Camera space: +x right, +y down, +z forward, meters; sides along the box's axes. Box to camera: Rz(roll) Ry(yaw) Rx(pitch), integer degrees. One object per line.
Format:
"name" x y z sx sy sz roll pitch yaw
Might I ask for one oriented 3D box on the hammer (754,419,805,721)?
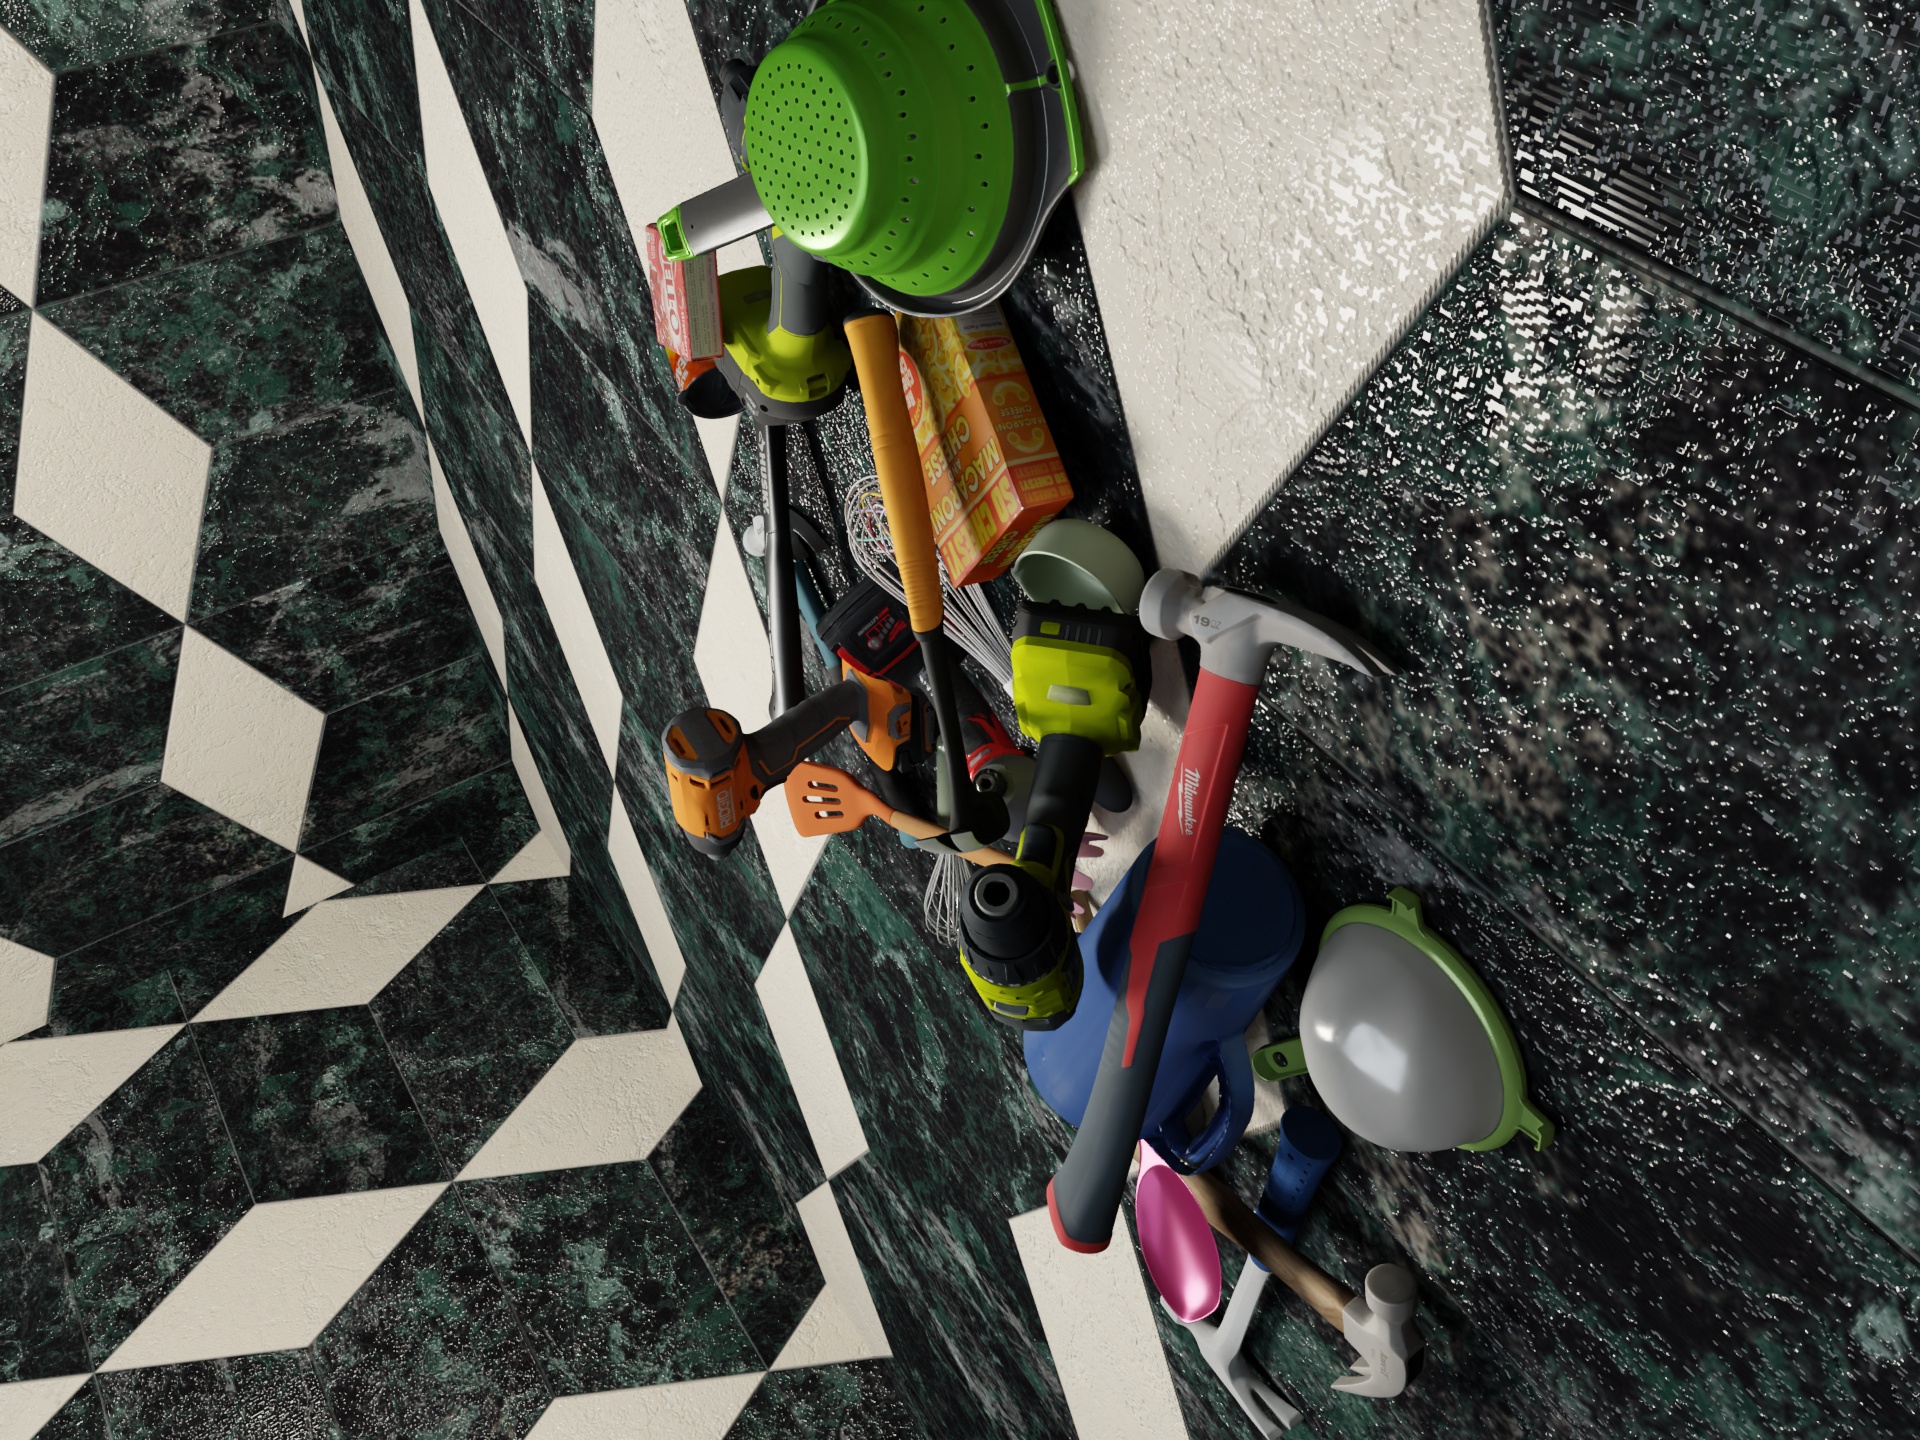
"hammer" -0.150 -0.146 1.333 0.146 0.035 0.334 30 128 52

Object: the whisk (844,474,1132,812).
"whisk" 0.020 -0.048 1.065 0.284 0.070 0.070 50 158 -4

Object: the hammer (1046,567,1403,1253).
"hammer" 0.121 0.122 0.855 0.143 0.038 0.386 25 110 39

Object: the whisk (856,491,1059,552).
"whisk" -0.008 -0.138 1.102 0.245 0.051 0.047 14 120 58

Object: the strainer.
"strainer" 0.215 0.197 0.922 0.151 0.069 0.256 61 156 8

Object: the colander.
"colander" -0.103 -0.317 0.929 0.397 0.094 0.204 2 111 50

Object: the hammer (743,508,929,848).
"hammer" -0.104 -0.038 1.429 0.331 0.033 0.128 65 159 -2

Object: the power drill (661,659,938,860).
"power drill" -0.131 0.027 1.300 0.084 0.226 0.164 51 154 30

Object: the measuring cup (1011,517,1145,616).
"measuring cup" 0.084 -0.065 0.986 0.083 0.038 0.167 24 159 26

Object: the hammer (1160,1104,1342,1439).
"hammer" 0.224 0.402 1.166 0.144 0.035 0.405 49 153 33

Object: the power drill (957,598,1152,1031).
"power drill" 0.050 0.051 0.907 0.080 0.229 0.190 9 158 13

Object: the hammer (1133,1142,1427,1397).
"hammer" 0.184 0.340 1.094 0.332 0.031 0.130 31 140 49

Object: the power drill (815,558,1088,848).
"power drill" -0.002 -0.004 1.120 0.220 0.078 0.143 53 -170 23

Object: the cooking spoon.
"cooking spoon" 0.124 0.261 1.125 0.068 0.017 0.319 -46 47 39

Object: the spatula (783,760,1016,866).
"spatula" -0.046 0.092 1.329 0.323 0.041 0.081 17 123 51

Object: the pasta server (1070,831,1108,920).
"pasta server" 0.065 0.134 1.182 0.040 0.060 0.316 19 164 3

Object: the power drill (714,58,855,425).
"power drill" -0.126 -0.333 1.116 0.171 0.080 0.223 56 153 21

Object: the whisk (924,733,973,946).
"whisk" -0.006 0.104 1.356 0.059 0.058 0.246 15 133 17

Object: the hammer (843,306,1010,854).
"hammer" -0.027 -0.086 0.965 0.127 0.034 0.337 -3 -99 -77
